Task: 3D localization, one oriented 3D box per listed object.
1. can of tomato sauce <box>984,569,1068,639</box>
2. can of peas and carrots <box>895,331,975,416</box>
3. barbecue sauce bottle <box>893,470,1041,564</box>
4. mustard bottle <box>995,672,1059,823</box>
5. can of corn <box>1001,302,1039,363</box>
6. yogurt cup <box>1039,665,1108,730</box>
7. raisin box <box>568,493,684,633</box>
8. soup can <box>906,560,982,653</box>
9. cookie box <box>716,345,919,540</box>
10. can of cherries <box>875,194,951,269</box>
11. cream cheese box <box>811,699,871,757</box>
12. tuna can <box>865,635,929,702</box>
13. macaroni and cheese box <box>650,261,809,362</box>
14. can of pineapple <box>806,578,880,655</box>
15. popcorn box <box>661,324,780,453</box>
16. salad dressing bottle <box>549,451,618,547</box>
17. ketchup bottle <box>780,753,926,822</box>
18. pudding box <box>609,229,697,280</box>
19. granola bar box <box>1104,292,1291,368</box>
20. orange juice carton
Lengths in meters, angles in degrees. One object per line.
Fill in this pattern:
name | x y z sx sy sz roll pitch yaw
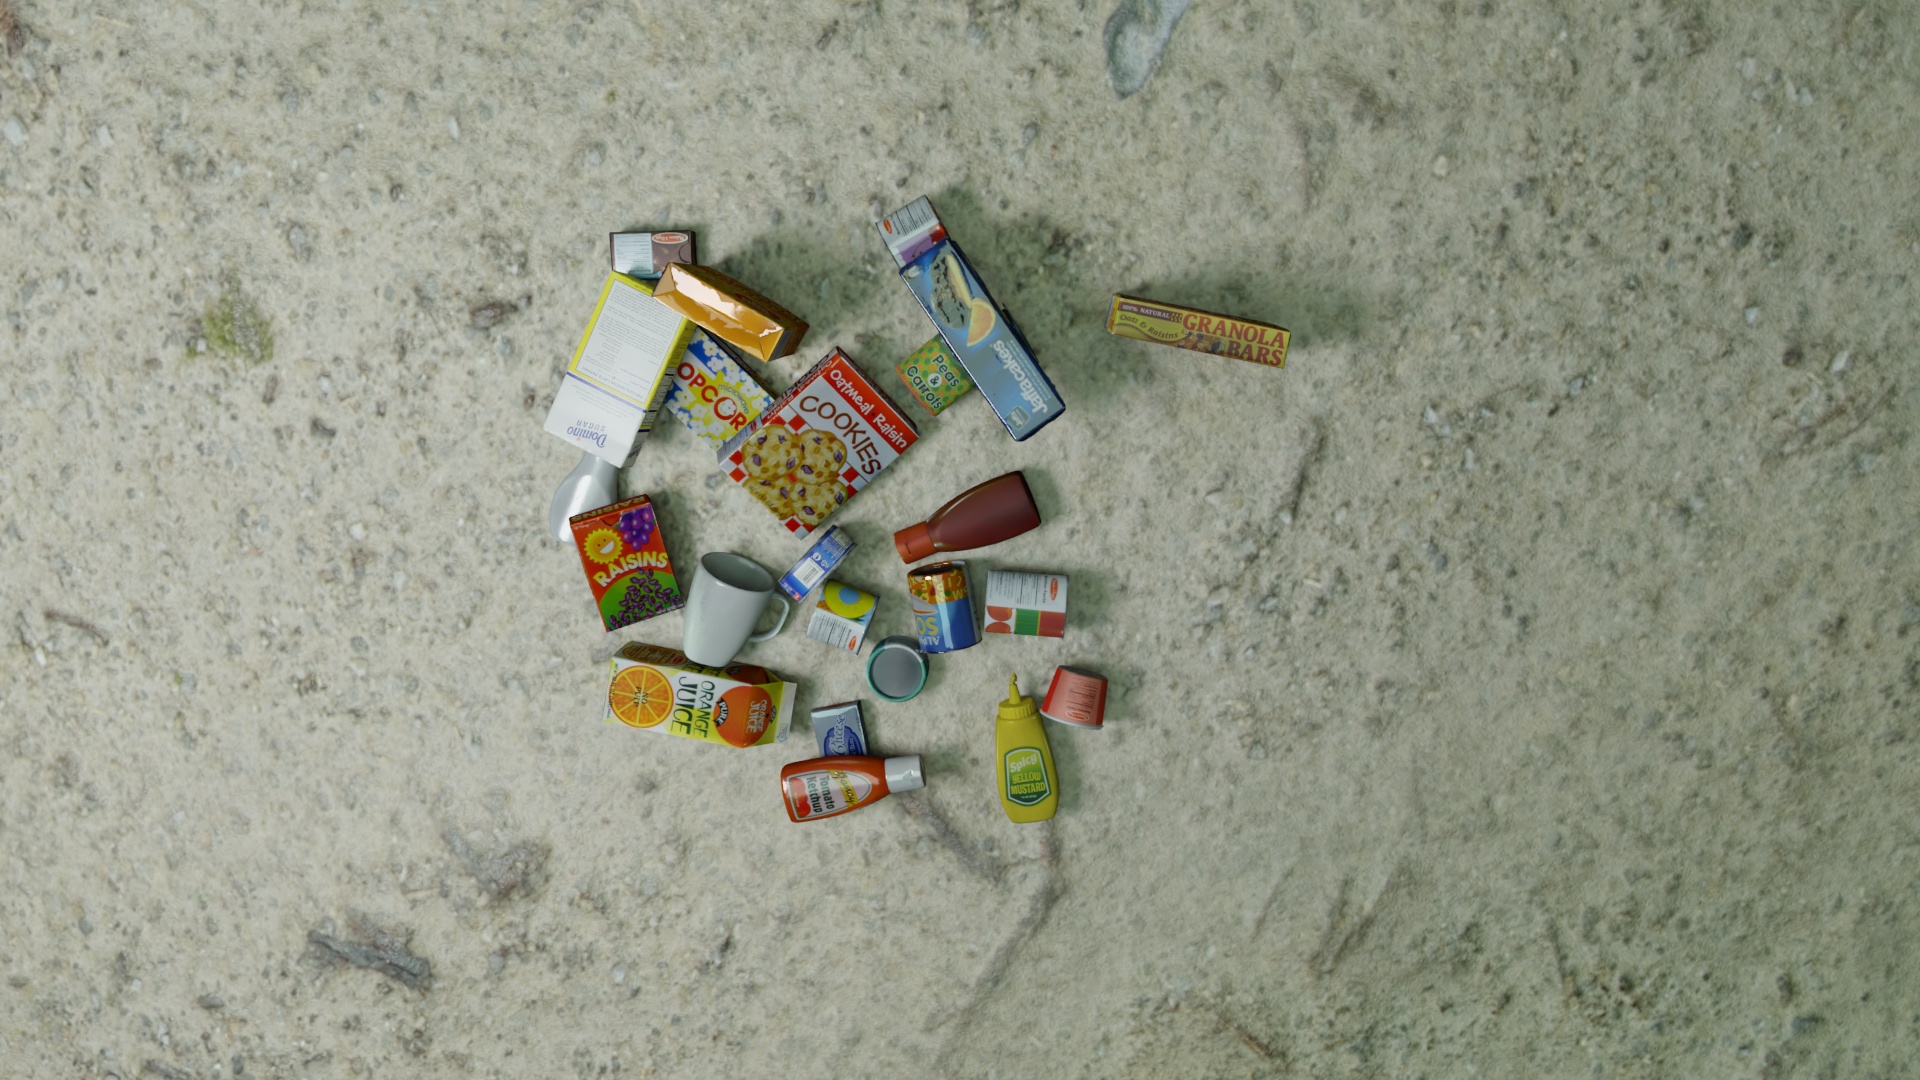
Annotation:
can of tomato sauce | 0.068 0.067 1.441 0.083 0.071 0.071 4 100 3
can of peas and carrots | -0.023 -0.167 1.401 0.058 0.071 0.071 -38 97 9
barbecue sauce bottle | 0.005 -0.018 1.440 0.148 0.044 0.064 -22 98 7
mustard bottle | 0.065 0.219 1.475 0.065 0.049 0.160 -10 100 3
can of corn | 0.037 -0.194 1.395 0.058 0.071 0.071 -30 98 8
yogurt cup | 0.122 0.164 1.457 0.072 0.072 0.054 14 93 0
raisin box | -0.346 0.023 1.441 0.086 0.040 0.123 -18 111 -12
soup can | -0.019 0.069 1.444 0.071 0.071 0.083 -10 99 4
cookie box | -0.144 -0.099 1.414 0.167 0.040 0.122 -41 119 8
can of cherries | -0.043 -0.300 1.383 0.058 0.071 0.071 -29 98 7
cream cheese box | -0.125 0.227 1.498 0.053 0.024 0.103 -10 99 6
tuna can | -0.068 0.139 1.476 0.071 0.033 0.071 0 100 2
macaroni and cheese box | -0.218 -0.223 1.351 0.124 0.167 0.040 30 100 -3
can of pineapple | -0.122 0.078 1.452 0.058 0.071 0.071 21 101 -1
popcorn box | -0.251 -0.151 1.430 0.126 0.038 0.085 44 99 -5
salad dressing bottle | -0.381 -0.066 1.449 0.064 0.044 0.147 23 99 -5
ketchup bottle | -0.112 0.255 1.467 0.149 0.043 0.064 -11 99 5
pudding box | -0.311 -0.290 1.413 0.084 0.030 0.049 -1 99 3
granola bar box | 0.228 -0.207 1.355 0.166 0.124 0.039 11 102 0
orange juice carton | -0.272 0.166 1.469 0.193 0.073 0.071 11 100 0
